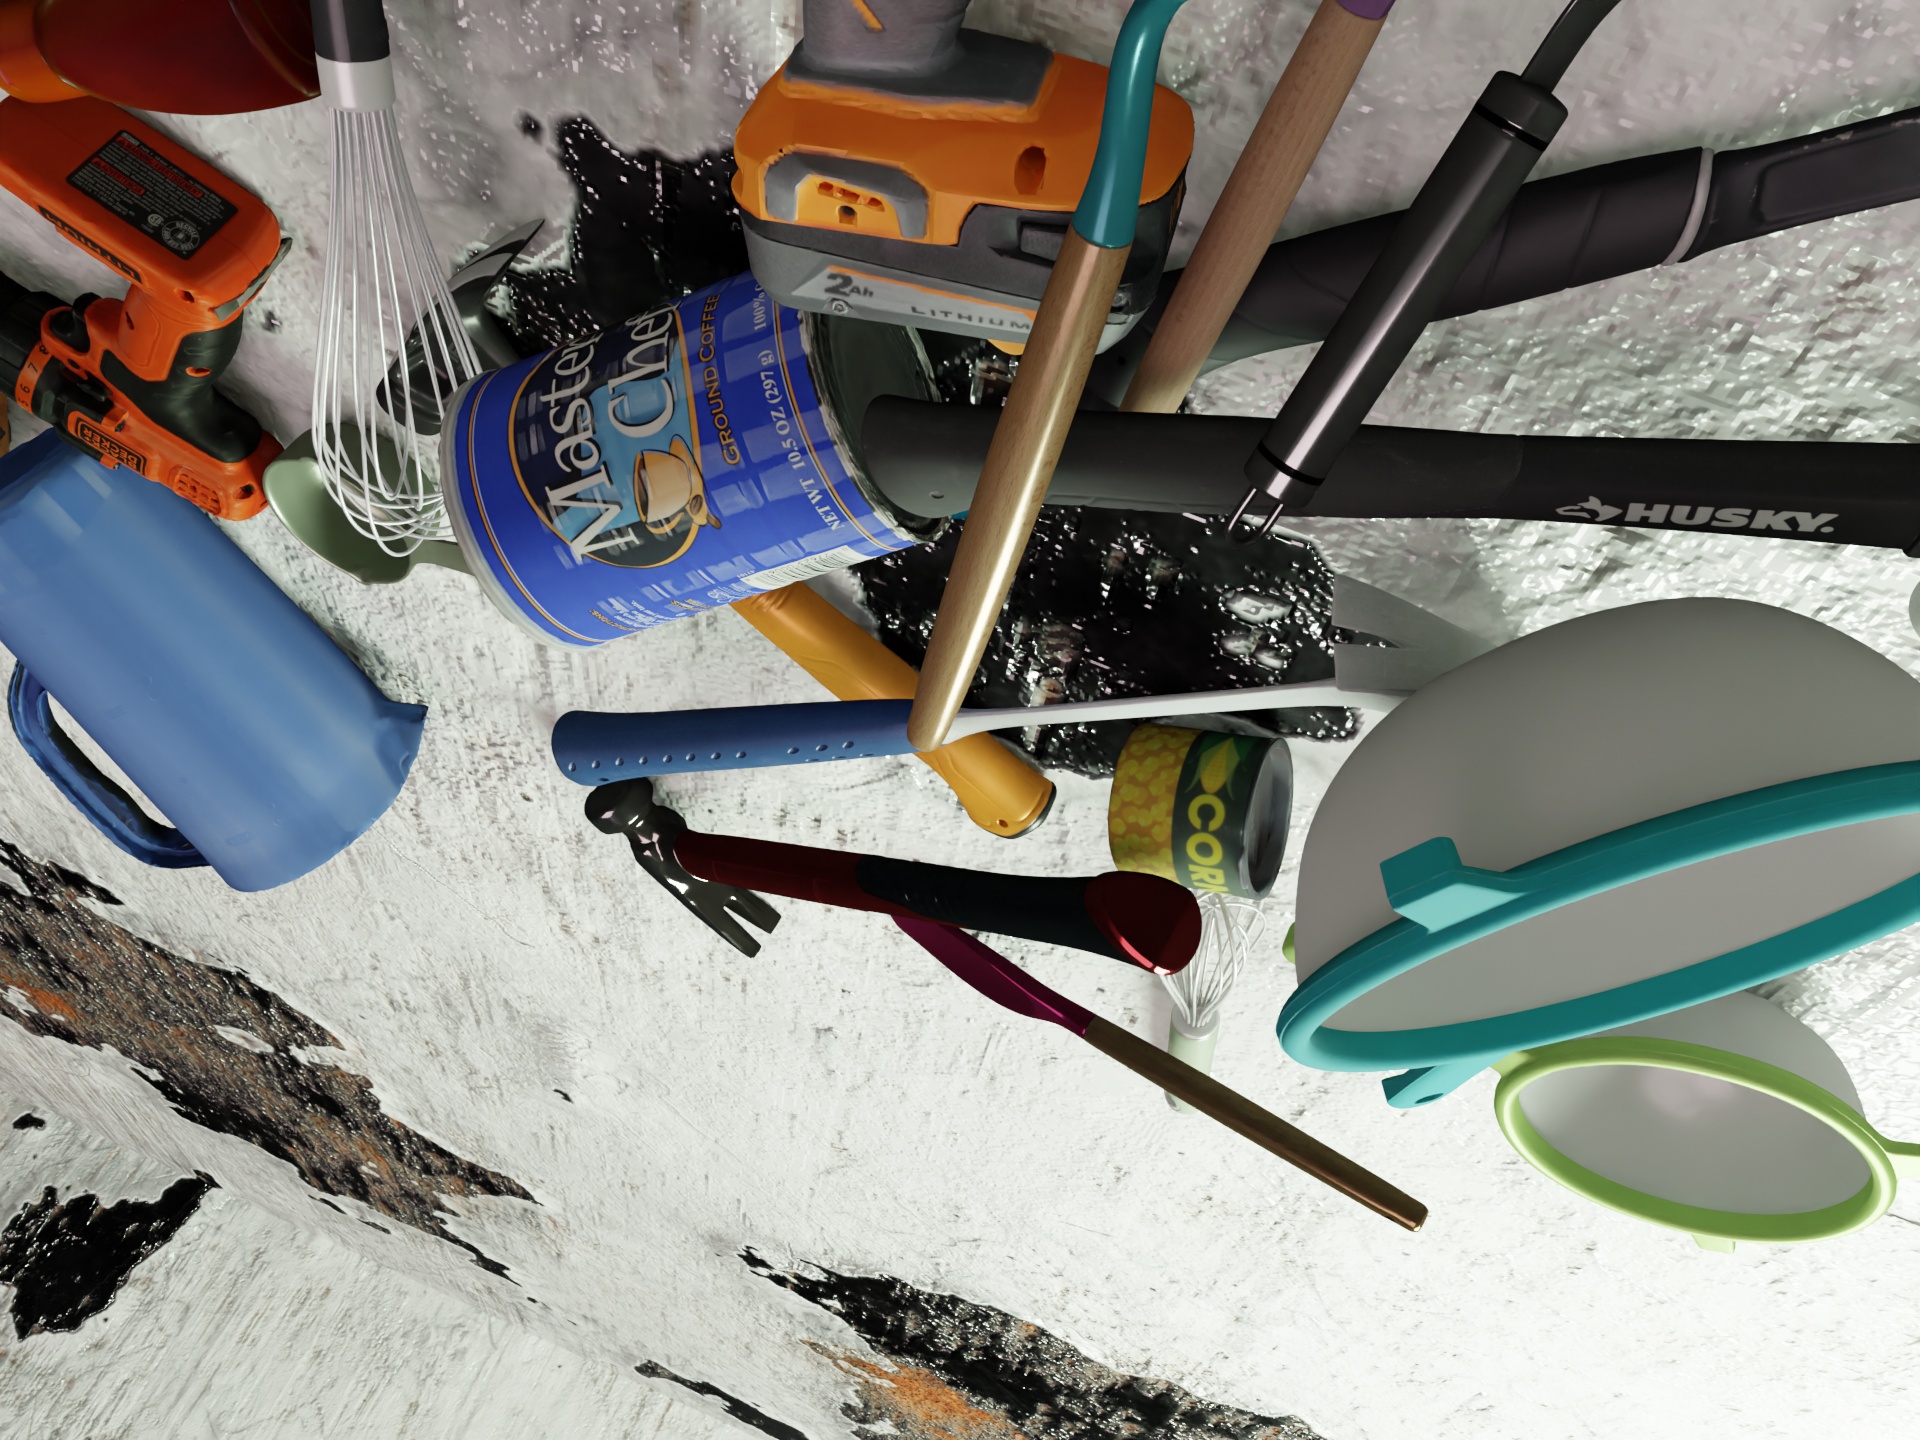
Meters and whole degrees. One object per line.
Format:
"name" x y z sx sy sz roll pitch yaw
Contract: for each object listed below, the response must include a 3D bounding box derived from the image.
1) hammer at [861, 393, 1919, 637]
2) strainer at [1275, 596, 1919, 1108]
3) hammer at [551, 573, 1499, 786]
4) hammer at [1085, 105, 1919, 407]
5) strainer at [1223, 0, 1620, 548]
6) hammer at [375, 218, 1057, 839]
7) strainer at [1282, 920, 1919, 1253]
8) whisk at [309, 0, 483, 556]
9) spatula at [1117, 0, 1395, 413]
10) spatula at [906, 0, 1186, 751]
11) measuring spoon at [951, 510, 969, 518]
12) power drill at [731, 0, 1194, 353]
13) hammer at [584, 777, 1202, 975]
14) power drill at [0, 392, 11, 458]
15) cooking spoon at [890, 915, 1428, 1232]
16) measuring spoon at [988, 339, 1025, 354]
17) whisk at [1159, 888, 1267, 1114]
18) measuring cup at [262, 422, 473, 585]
"hammer" 0.135 -0.070 0.436 0.335 0.035 0.146 5 160 14
"strainer" 0.181 0.052 0.516 0.211 0.095 0.340 -11 157 -6
"hammer" -0.001 -0.002 0.609 0.405 0.035 0.144 -4 167 31
"hammer" 0.198 -0.134 0.389 0.409 0.036 0.149 -4 134 37
"strainer" 0.126 -0.143 0.350 0.050 0.086 0.258 52 125 34
"hammer" -0.082 -0.060 0.668 0.336 0.034 0.127 40 144 -19
"strainer" 0.259 0.129 0.666 0.256 0.069 0.151 27 147 3
"whisk" -0.196 -0.181 0.529 0.070 0.070 0.284 17 128 13
"spatula" 0.085 -0.156 0.392 0.060 0.018 0.315 61 152 22
"spatula" 0.037 -0.093 0.388 0.044 0.082 0.317 18 136 -3
"measuring spoon" -0.045 -0.084 0.590 0.128 0.021 0.042 -6 133 14
"power drill" 0.016 -0.203 0.373 0.164 0.084 0.226 11 140 9
"hammer" -0.035 0.087 0.765 0.386 0.038 0.143 2 142 48
"power drill" -0.590 -0.184 0.796 0.226 0.084 0.185 30 147 -14
"cooking spoon" 0.089 0.169 0.811 0.319 0.017 0.068 27 156 27
"measuring spoon" -0.007 -0.163 0.506 0.021 0.011 0.116 -15 133 28
"whisk" 0.120 0.145 0.802 0.246 0.059 0.058 83 160 -55
"measuring cup" -0.234 -0.090 0.724 0.167 0.038 0.083 16 144 12
